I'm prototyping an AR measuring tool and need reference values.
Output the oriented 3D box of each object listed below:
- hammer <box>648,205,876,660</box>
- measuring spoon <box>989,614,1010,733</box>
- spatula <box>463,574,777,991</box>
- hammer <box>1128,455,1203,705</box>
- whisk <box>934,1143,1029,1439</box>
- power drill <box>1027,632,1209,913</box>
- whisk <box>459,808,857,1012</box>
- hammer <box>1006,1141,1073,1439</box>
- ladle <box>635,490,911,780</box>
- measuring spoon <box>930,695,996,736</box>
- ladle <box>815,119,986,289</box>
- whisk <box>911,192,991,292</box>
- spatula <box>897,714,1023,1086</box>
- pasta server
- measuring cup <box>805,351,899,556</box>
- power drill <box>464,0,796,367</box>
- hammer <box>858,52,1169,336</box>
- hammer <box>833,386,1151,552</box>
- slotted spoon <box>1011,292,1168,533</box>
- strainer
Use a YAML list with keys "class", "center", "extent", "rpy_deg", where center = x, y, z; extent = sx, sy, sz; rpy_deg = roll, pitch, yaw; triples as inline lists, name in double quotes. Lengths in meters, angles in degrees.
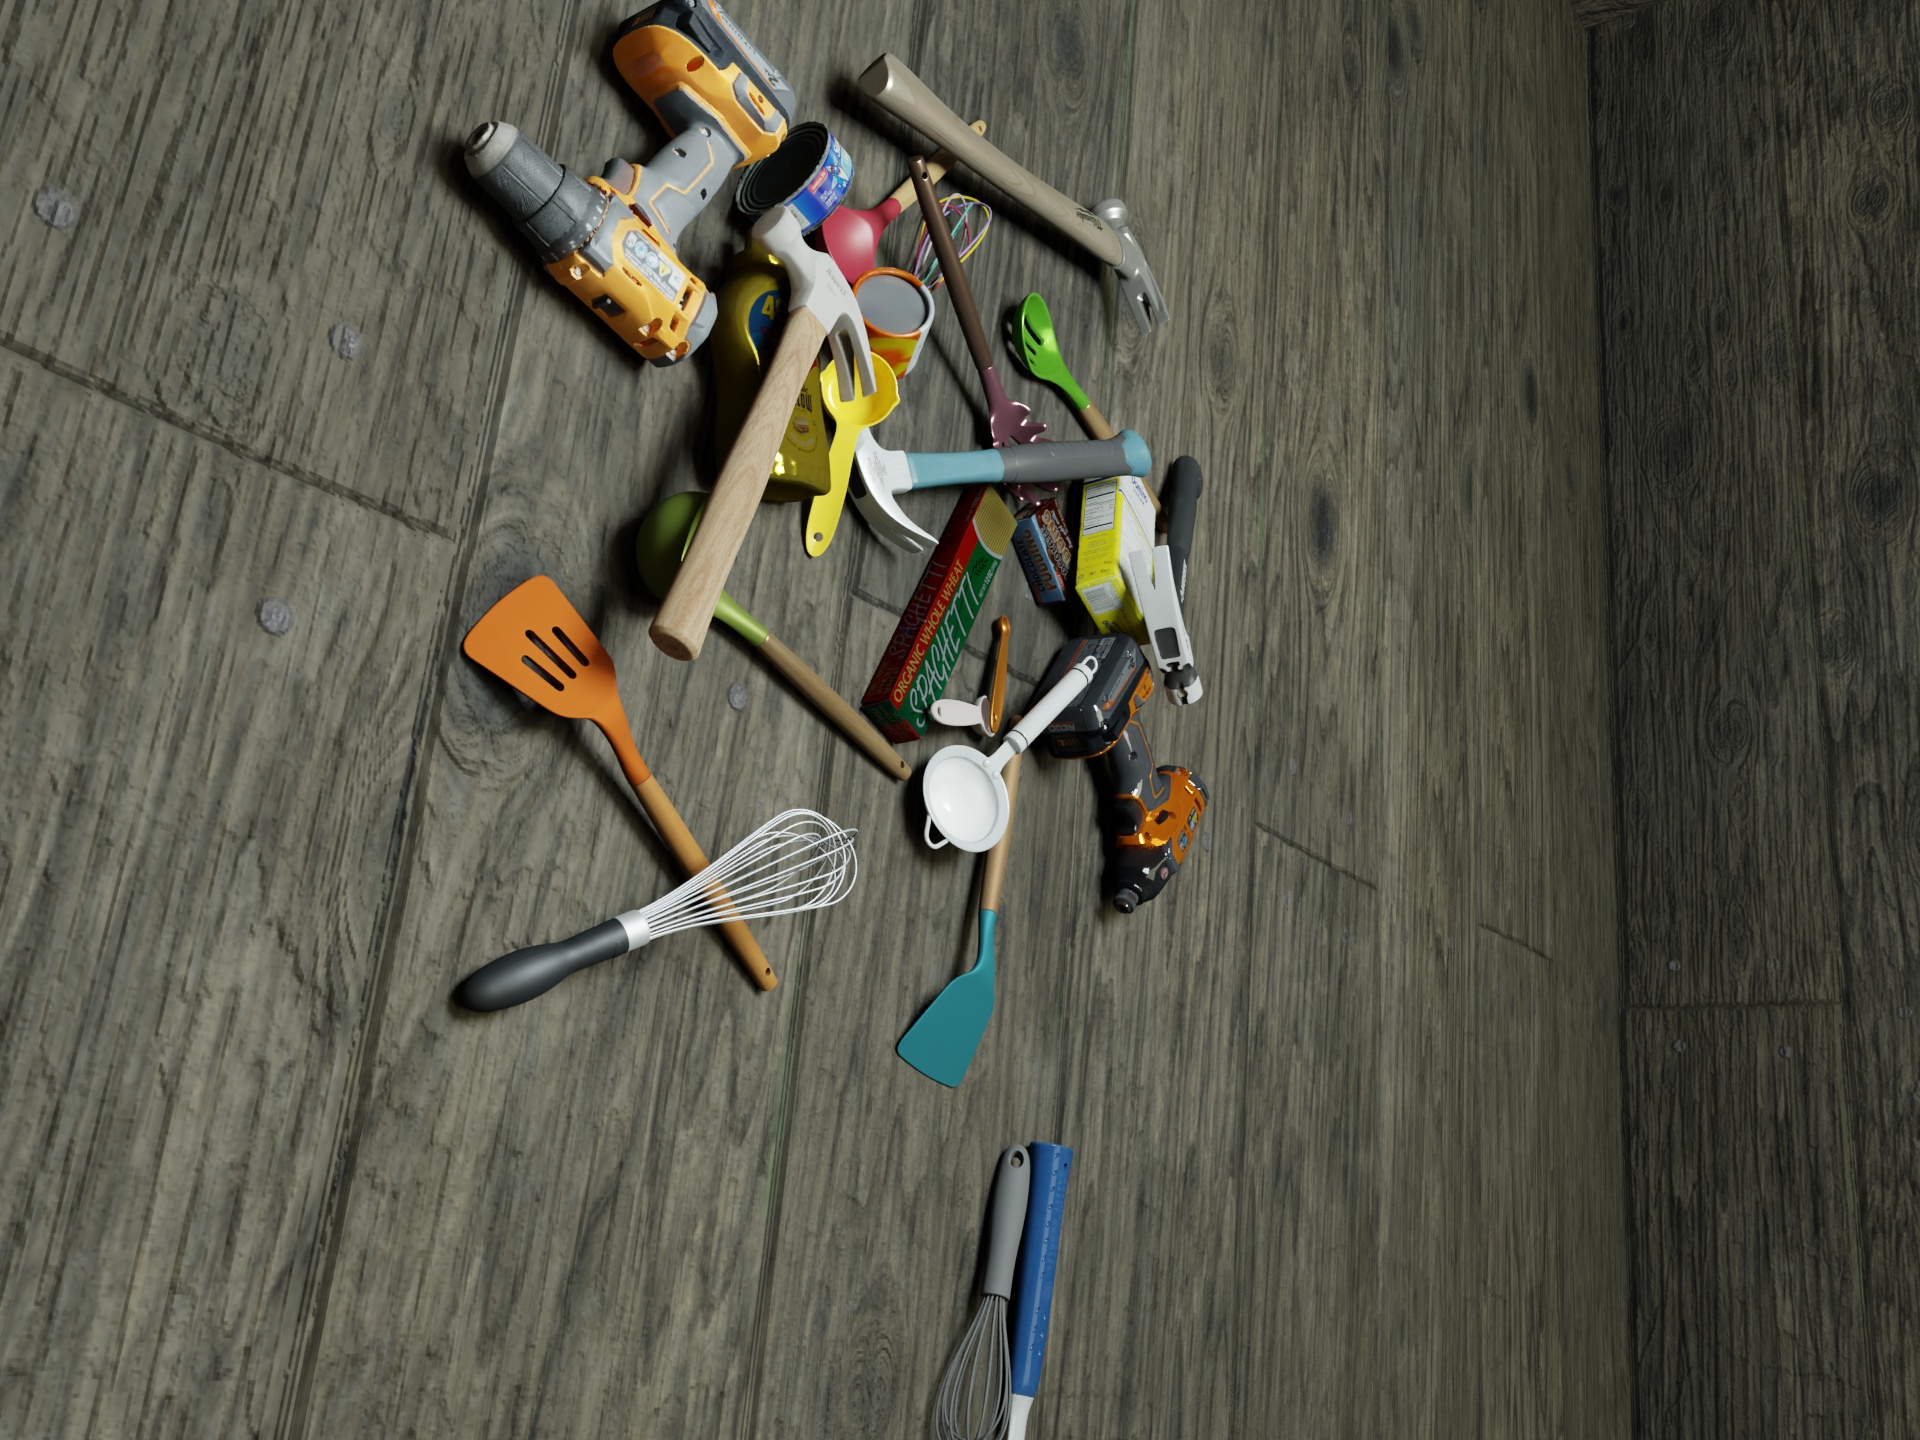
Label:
- class: "hammer"
  center: [-0.132, -0.179, 1.039]
  extent: [0.129, 0.031, 0.331]
  rpy_deg: [46, 48, -40]
- class: "measuring spoon"
  center: [0.030, -0.039, 1.336]
  extent: [0.021, 0.011, 0.117]
  rpy_deg: [54, 35, -50]
- class: "spatula"
  center: [-0.200, 0.056, 1.020]
  extent: [0.081, 0.041, 0.322]
  rpy_deg: [-55, 130, -42]
- class: "hammer"
  center: [0.205, -0.166, 1.507]
  extent: [0.335, 0.035, 0.146]
  rpy_deg: [-74, 149, -53]
- class: "whisk"
  center: [0.024, 0.443, 1.226]
  extent: [0.055, 0.055, 0.239]
  rpy_deg: [44, 46, -39]
- class: "power drill"
  center: [0.144, 0.054, 1.428]
  extent: [0.226, 0.084, 0.164]
  rpy_deg: [61, 42, -31]
- class: "whisk"
  center: [-0.176, 0.118, 0.983]
  extent: [0.284, 0.070, 0.070]
  rpy_deg: [-20, 100, -39]
- class: "hammer"
  center: [0.049, 0.540, 1.245]
  extent: [0.143, 0.035, 0.406]
  rpy_deg: [33, 58, -45]
- class: "ladle"
  center: [-0.116, -0.045, 1.121]
  extent: [0.319, 0.062, 0.078]
  rpy_deg: [46, 50, -42]
- class: "measuring spoon"
  center: [-0.002, -0.004, 1.275]
  extent: [0.124, 0.018, 0.034]
  rpy_deg: [6, 74, -66]
- class: "ladle"
  center: [-0.044, -0.436, 1.313]
  extent: [0.069, 0.031, 0.315]
  rpy_deg: [61, 40, -26]
- class: "whisk"
  center: [-0.038, -0.353, 1.300]
  extent: [0.047, 0.051, 0.245]
  rpy_deg: [38, 57, -17]
- class: "spatula"
  center: [0.016, 0.133, 1.290]
  extent: [0.082, 0.044, 0.318]
  rpy_deg: [41, 48, -41]
- class: "pasta server"
  center: [0.017, -0.315, 1.314]
  extent: [0.060, 0.040, 0.315]
  rpy_deg: [-41, 132, -21]
- class: "measuring cup"
  center: [-0.091, -0.198, 1.188]
  extent: [0.062, 0.029, 0.156]
  rpy_deg: [15, 93, -14]
- class: "power drill"
  center: [-0.213, -0.372, 1.038]
  extent: [0.185, 0.084, 0.226]
  rpy_deg: [39, 58, -40]
- class: "hammer"
  center: [0.056, -0.461, 1.388]
  extent: [0.410, 0.038, 0.146]
  rpy_deg: [12, 54, -54]
- class: "hammer"
  center: [0.039, -0.213, 1.315]
  extent: [0.331, 0.033, 0.128]
  rpy_deg: [-12, 89, -41]
- class: "slotted spoon"
  center: [0.128, -0.281, 1.512]
  extent: [0.313, 0.031, 0.070]
  rpy_deg: [47, 49, -40]
- class: "strainer"
  center: [0.039, 0.024, 1.293]
  extent: [0.258, 0.050, 0.087]
  rpy_deg: [-44, 104, -34]
